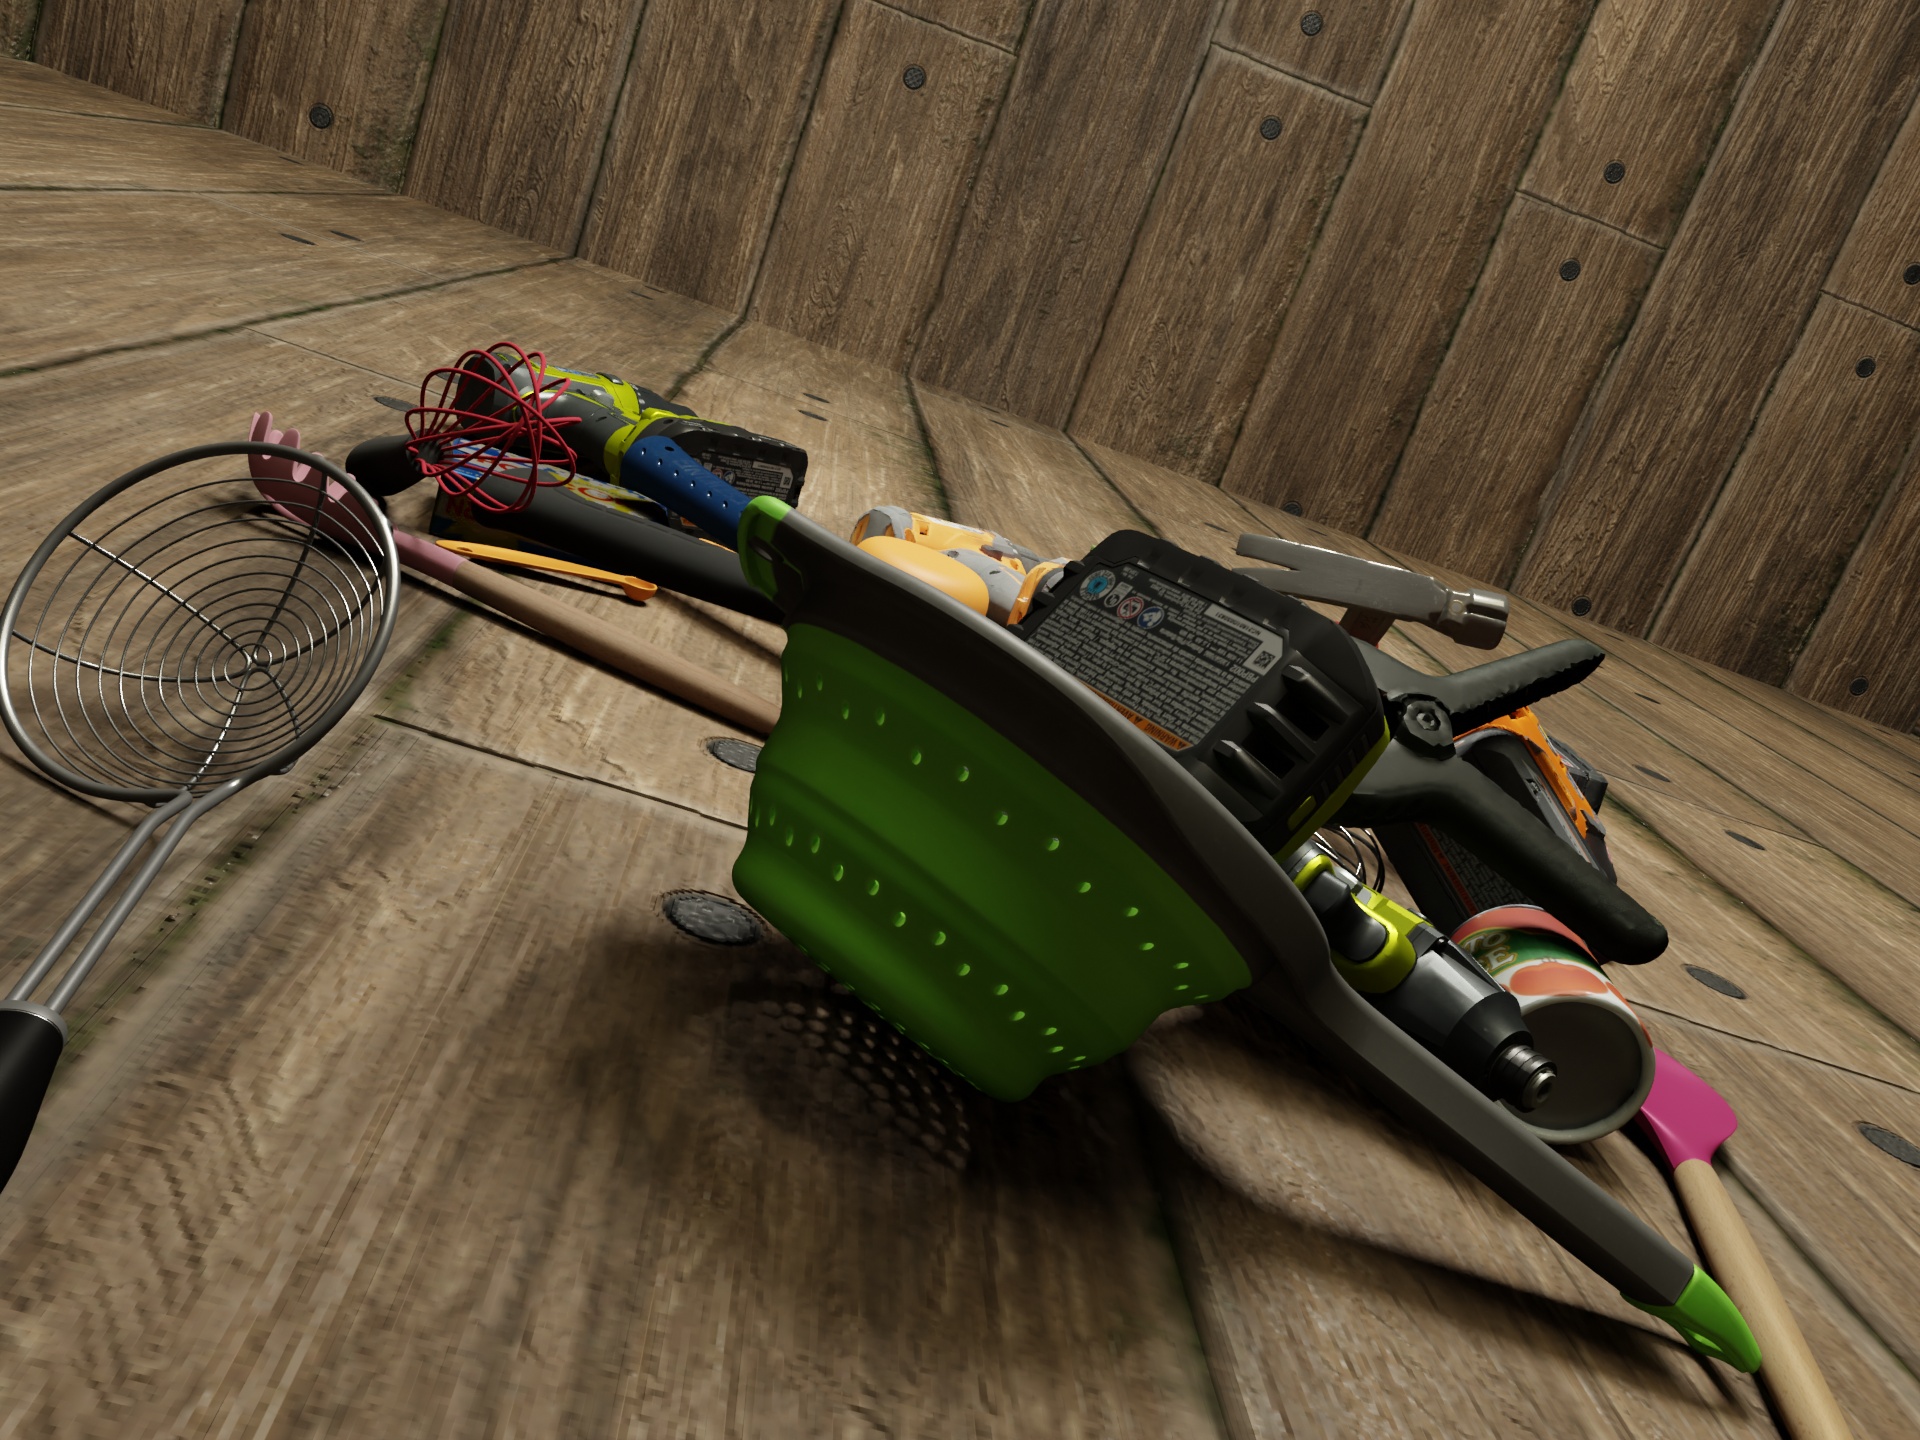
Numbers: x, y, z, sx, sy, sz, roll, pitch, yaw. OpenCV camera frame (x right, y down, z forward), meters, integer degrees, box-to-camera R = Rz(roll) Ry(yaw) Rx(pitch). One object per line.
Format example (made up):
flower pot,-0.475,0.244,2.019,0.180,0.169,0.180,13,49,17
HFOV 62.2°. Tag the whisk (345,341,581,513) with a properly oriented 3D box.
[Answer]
whisk,-0.250,-0.132,0.765,0.073,0.073,0.296,10,-3,-34

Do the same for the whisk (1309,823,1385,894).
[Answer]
whisk,0.124,0.039,0.829,0.247,0.058,0.059,34,-14,48

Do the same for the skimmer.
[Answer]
skimmer,-0.217,0.019,0.379,0.127,0.090,0.364,-14,24,-3

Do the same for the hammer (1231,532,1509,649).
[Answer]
hammer,0.240,-0.047,1.031,0.149,0.037,0.359,14,-6,8

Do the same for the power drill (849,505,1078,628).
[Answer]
power drill,0.054,-0.076,1.056,0.185,0.084,0.226,9,15,-39

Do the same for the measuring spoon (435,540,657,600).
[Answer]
measuring spoon,-0.220,-0.079,0.848,0.116,0.011,0.021,11,18,-20

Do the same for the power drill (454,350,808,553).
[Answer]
power drill,-0.211,-0.188,1.095,0.229,0.080,0.190,30,18,39

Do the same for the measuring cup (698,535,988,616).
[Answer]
measuring cup,-0.066,-0.088,0.916,0.173,0.052,0.095,24,16,0

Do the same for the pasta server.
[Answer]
pasta server,-0.211,-0.065,0.758,0.316,0.040,0.060,25,-10,10

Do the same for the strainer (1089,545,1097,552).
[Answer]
strainer,0.158,-0.053,1.106,0.151,0.069,0.256,22,14,-5

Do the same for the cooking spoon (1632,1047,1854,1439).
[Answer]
cooking spoon,0.275,0.180,0.584,0.069,0.017,0.319,22,15,7

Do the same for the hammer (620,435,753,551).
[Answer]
hammer,-0.033,-0.049,0.815,0.406,0.035,0.144,33,38,28

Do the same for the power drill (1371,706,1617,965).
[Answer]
power drill,0.286,0.066,0.809,0.164,0.084,0.226,60,23,4

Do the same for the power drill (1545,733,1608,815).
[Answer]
power drill,0.269,0.028,0.980,0.219,0.078,0.143,17,14,0

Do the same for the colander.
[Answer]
colander,0.064,0.098,0.480,0.397,0.094,0.204,39,-10,-1

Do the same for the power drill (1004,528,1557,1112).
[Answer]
power drill,0.115,0.047,0.558,0.171,0.080,0.223,33,-13,48

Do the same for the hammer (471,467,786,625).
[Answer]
hammer,-0.090,-0.056,0.745,0.335,0.035,0.146,21,34,19
